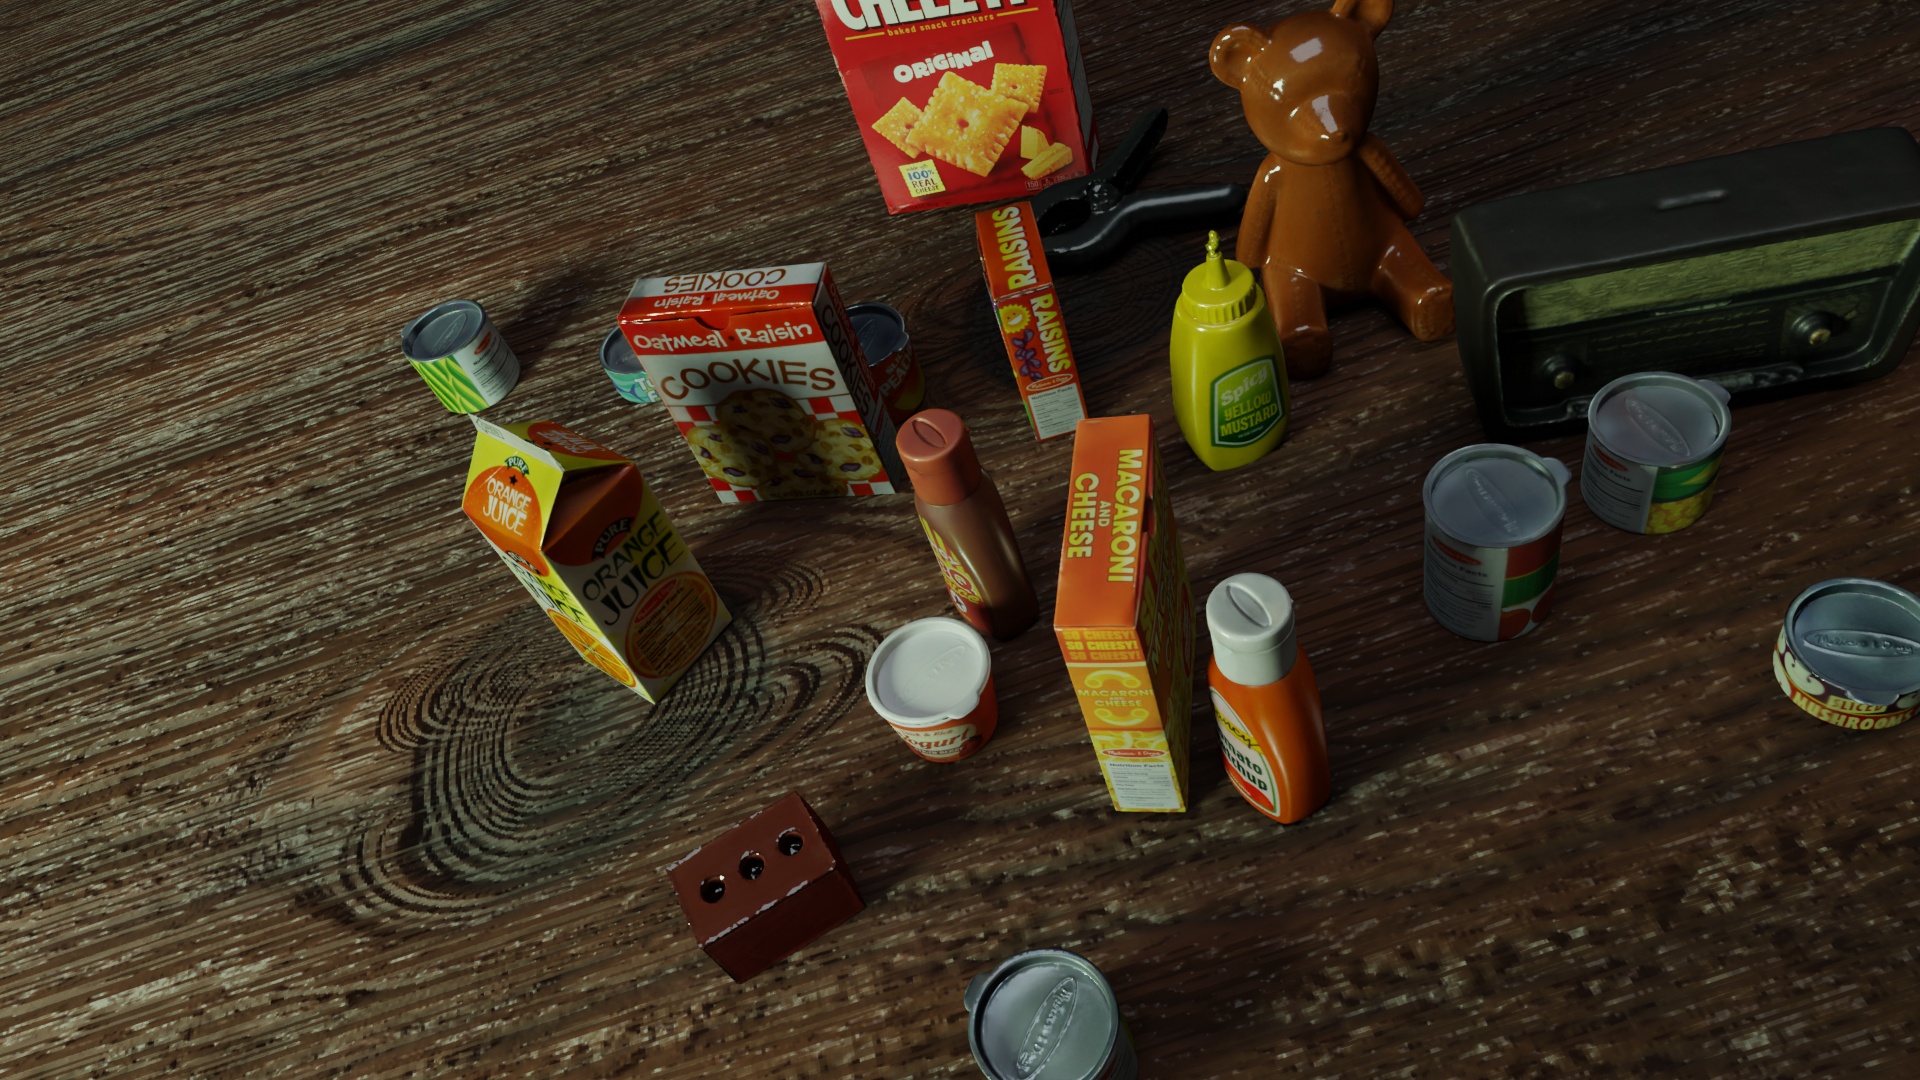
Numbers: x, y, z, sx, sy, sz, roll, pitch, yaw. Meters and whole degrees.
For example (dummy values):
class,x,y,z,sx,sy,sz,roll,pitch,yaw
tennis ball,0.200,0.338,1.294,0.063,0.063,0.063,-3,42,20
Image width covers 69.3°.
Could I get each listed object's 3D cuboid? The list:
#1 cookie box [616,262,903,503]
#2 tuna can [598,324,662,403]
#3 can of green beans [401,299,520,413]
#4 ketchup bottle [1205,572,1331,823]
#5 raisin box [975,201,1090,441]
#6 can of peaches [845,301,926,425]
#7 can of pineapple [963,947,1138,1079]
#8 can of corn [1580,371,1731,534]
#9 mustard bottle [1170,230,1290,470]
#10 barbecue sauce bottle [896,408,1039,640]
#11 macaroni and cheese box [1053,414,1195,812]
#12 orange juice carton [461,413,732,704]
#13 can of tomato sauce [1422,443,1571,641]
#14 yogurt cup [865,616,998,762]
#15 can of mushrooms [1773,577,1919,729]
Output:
class,x,y,z,sx,sy,sz,roll,pitch,yaw
cookie box,-0.117,-0.091,0.851,0.123,0.166,0.040,-2,51,16
tuna can,-0.225,-0.132,1.008,0.071,0.032,0.071,-9,50,11
can of green beans,-0.374,-0.138,1.044,0.071,0.057,0.071,-9,50,11
ketchup bottle,0.141,0.072,0.647,0.043,0.148,0.065,-32,49,-9
raisin box,0.045,-0.136,0.866,0.040,0.122,0.086,-14,49,6
can of peaches,-0.059,-0.115,0.925,0.071,0.057,0.071,-9,50,11
can of pineapple,0.041,0.222,0.615,0.071,0.057,0.071,-9,50,11
can of corn,0.367,-0.047,0.734,0.071,0.058,0.071,-9,50,11
mustard bottle,0.149,-0.108,0.786,0.065,0.159,0.049,-25,49,-3
barbecue sauce bottle,0.003,-0.010,0.758,0.044,0.148,0.065,-35,50,-12
macaroni and cheese box,0.086,0.039,0.680,0.040,0.165,0.124,-3,51,16
orange juice carton,-0.209,0.003,0.785,0.072,0.191,0.073,24,63,32
can of tomato sauce,0.272,0.001,0.708,0.071,0.082,0.071,-9,50,11
yogurt cup,-0.012,0.083,0.749,0.072,0.053,0.073,-9,50,11
can of mushrooms,0.420,0.055,0.649,0.071,0.033,0.071,-9,50,11
